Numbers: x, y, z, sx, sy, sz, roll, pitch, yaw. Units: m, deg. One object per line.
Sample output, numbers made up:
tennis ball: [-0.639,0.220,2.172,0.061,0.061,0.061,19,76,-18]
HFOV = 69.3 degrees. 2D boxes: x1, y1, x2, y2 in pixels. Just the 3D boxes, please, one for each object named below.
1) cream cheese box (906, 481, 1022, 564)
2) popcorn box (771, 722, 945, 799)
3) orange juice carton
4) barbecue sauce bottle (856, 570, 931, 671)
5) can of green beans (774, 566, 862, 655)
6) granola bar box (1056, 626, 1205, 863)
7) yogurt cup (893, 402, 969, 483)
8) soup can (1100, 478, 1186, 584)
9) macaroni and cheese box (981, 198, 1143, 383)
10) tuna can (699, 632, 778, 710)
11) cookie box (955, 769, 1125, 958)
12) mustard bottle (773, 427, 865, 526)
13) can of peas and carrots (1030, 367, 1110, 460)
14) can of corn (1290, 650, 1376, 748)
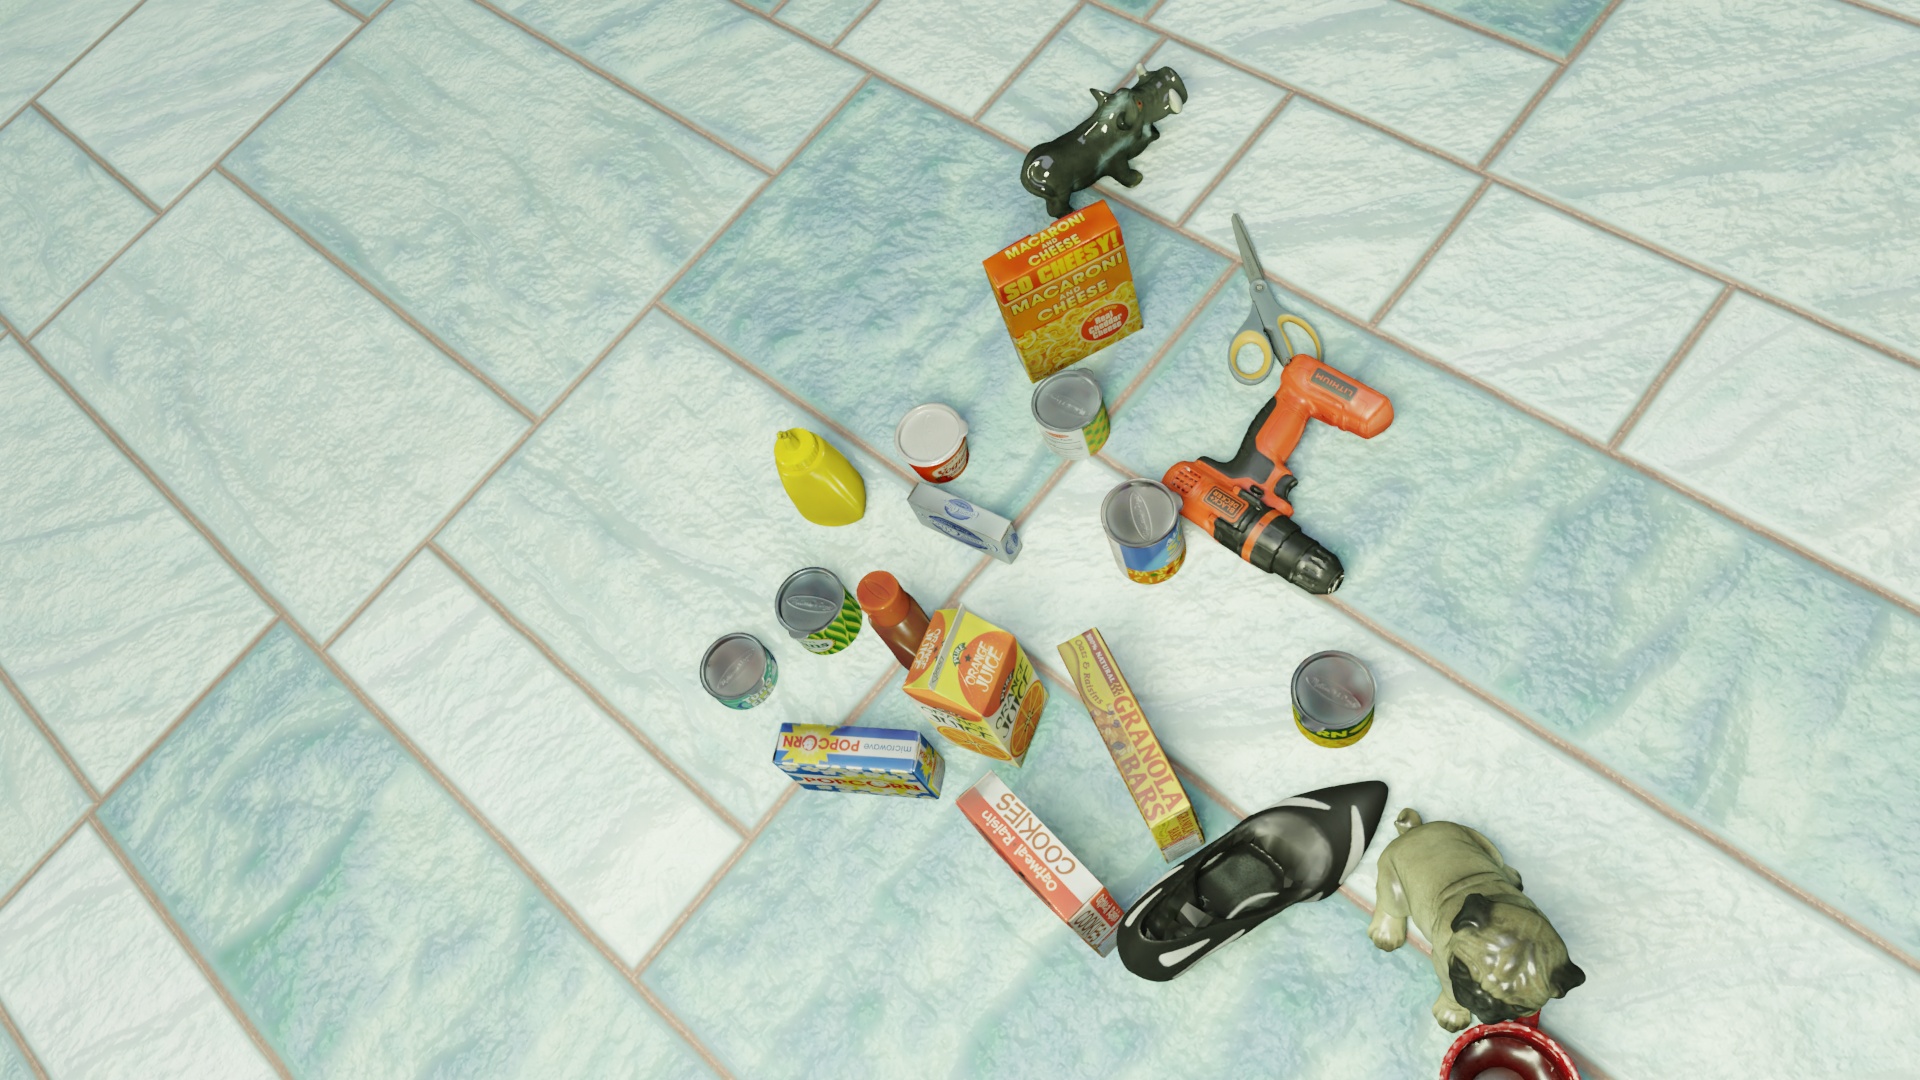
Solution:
cream cheese box: [0.005,-0.016,1.277,0.104,0.053,0.024,24,74,24]
popcorn box: [-0.085,0.188,1.183,0.127,0.085,0.038,1,66,16]
orange juice carton: [0.011,0.117,1.131,0.073,0.192,0.072,16,70,22]
barbecue sauce bottle: [-0.051,0.071,1.195,0.065,0.148,0.044,35,78,26]
can of green beans: [-0.129,0.065,1.271,0.071,0.057,0.071,-6,64,12]
granola bar box: [0.138,0.164,1.113,0.039,0.124,0.166,-27,61,1]
yogurt cup: [-0.024,-0.090,1.321,0.072,0.053,0.072,-6,64,12]
soup can: [0.164,-0.007,1.213,0.071,0.083,0.071,-6,64,12]
macaroni and cheese box: [0.098,-0.228,1.292,0.124,0.166,0.040,-27,61,1]
tuna can: [-0.201,0.122,1.277,0.071,0.032,0.071,-6,63,12]
cookie box: [0.067,0.251,1.065,0.040,0.167,0.123,-44,62,-7]
mustard bottle: [-0.135,-0.064,1.277,0.065,0.159,0.049,-8,64,12]
can of peas and carrots: [0.105,-0.118,1.297,0.071,0.058,0.071,-6,64,12]
can of corn: [0.300,0.132,1.124,0.071,0.058,0.071,-6,64,12]
